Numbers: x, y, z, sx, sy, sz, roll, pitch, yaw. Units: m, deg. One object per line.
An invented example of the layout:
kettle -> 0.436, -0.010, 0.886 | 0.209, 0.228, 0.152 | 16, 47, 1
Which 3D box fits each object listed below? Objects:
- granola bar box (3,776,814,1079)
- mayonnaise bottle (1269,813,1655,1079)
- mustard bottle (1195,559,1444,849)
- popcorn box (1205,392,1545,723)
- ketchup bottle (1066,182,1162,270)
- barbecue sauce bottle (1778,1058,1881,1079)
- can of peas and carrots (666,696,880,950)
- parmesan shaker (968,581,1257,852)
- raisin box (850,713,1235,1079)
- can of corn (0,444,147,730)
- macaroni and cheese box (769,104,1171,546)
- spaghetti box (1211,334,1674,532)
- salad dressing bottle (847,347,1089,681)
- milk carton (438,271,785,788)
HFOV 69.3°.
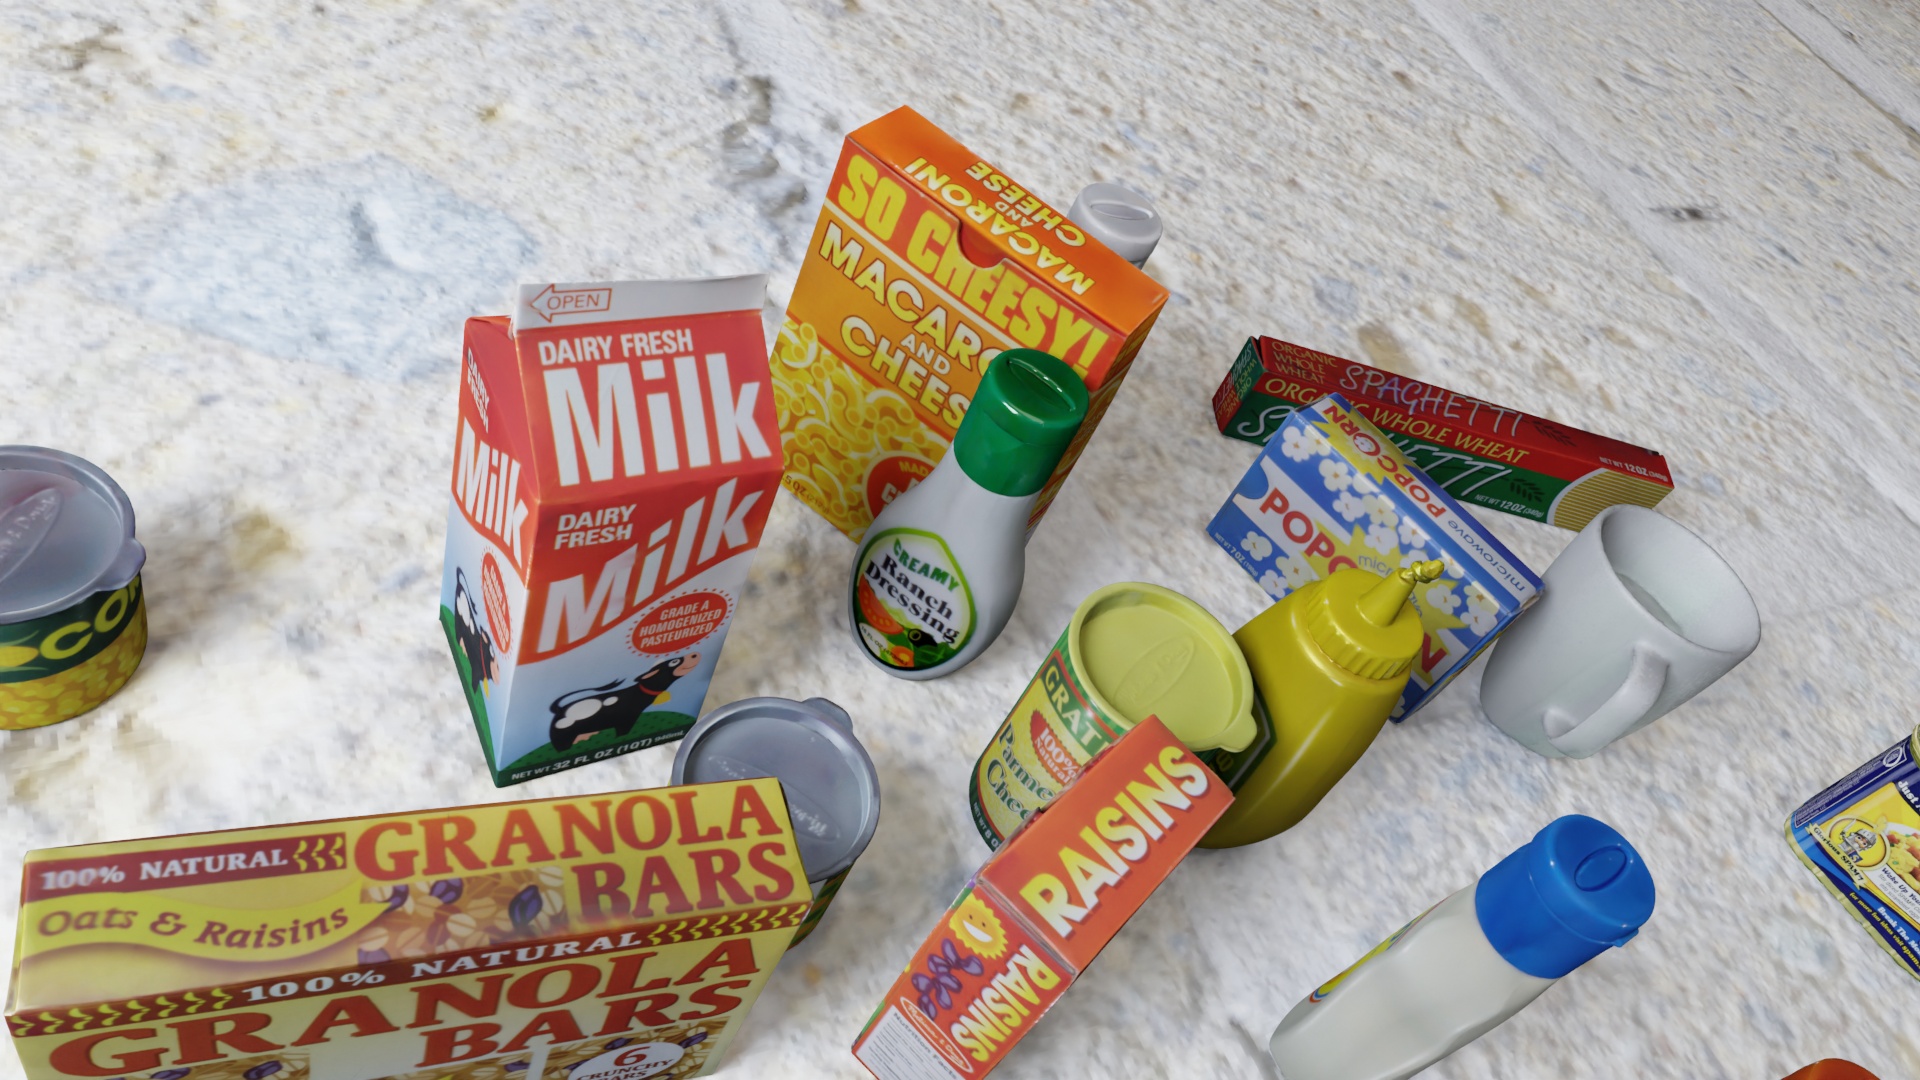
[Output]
granola bar box -> -0.135, 0.112, 0.355 | 0.166, 0.123, 0.039 | -1, 52, -26
mayonnaise bottle -> 0.161, 0.139, 0.452 | 0.065, 0.147, 0.041 | -17, 60, -35
mustard bottle -> 0.122, 0.053, 0.501 | 0.049, 0.159, 0.065 | -2, 52, -27
popcorn box -> 0.182, 0.008, 0.622 | 0.038, 0.084, 0.127 | -26, 66, -39
ketchup bottle -> 0.038, -0.083, 0.589 | 0.065, 0.148, 0.044 | -1, 52, -26
barbecue sauce bottle -> 0.219, 0.202, 0.423 | 0.044, 0.147, 0.065 | 36, 46, 8
can of peas and carrots -> -0.065, 0.092, 0.451 | 0.071, 0.058, 0.071 | 13, 47, -14
parmesan shaker -> 0.051, 0.073, 0.490 | 0.071, 0.102, 0.072 | 13, 47, -14
raisin box -> 0.023, 0.118, 0.424 | 0.040, 0.122, 0.086 | 43, 47, 15
can of corn -> -0.282, 0.016, 0.418 | 0.071, 0.058, 0.071 | 13, 47, -14
macaroni and cheese box -> -0.010, -0.061, 0.536 | 0.124, 0.165, 0.040 | 37, 46, 9
spaghetti box -> 0.255, -0.051, 0.732 | 0.250, 0.050, 0.029 | 14, 47, -14
salad dressing bottle -> 0.002, -0.006, 0.506 | 0.064, 0.146, 0.044 | 39, 46, 11
milk carton -> -0.111, -0.009, 0.426 | 0.072, 0.189, 0.074 | -11, 57, -32
